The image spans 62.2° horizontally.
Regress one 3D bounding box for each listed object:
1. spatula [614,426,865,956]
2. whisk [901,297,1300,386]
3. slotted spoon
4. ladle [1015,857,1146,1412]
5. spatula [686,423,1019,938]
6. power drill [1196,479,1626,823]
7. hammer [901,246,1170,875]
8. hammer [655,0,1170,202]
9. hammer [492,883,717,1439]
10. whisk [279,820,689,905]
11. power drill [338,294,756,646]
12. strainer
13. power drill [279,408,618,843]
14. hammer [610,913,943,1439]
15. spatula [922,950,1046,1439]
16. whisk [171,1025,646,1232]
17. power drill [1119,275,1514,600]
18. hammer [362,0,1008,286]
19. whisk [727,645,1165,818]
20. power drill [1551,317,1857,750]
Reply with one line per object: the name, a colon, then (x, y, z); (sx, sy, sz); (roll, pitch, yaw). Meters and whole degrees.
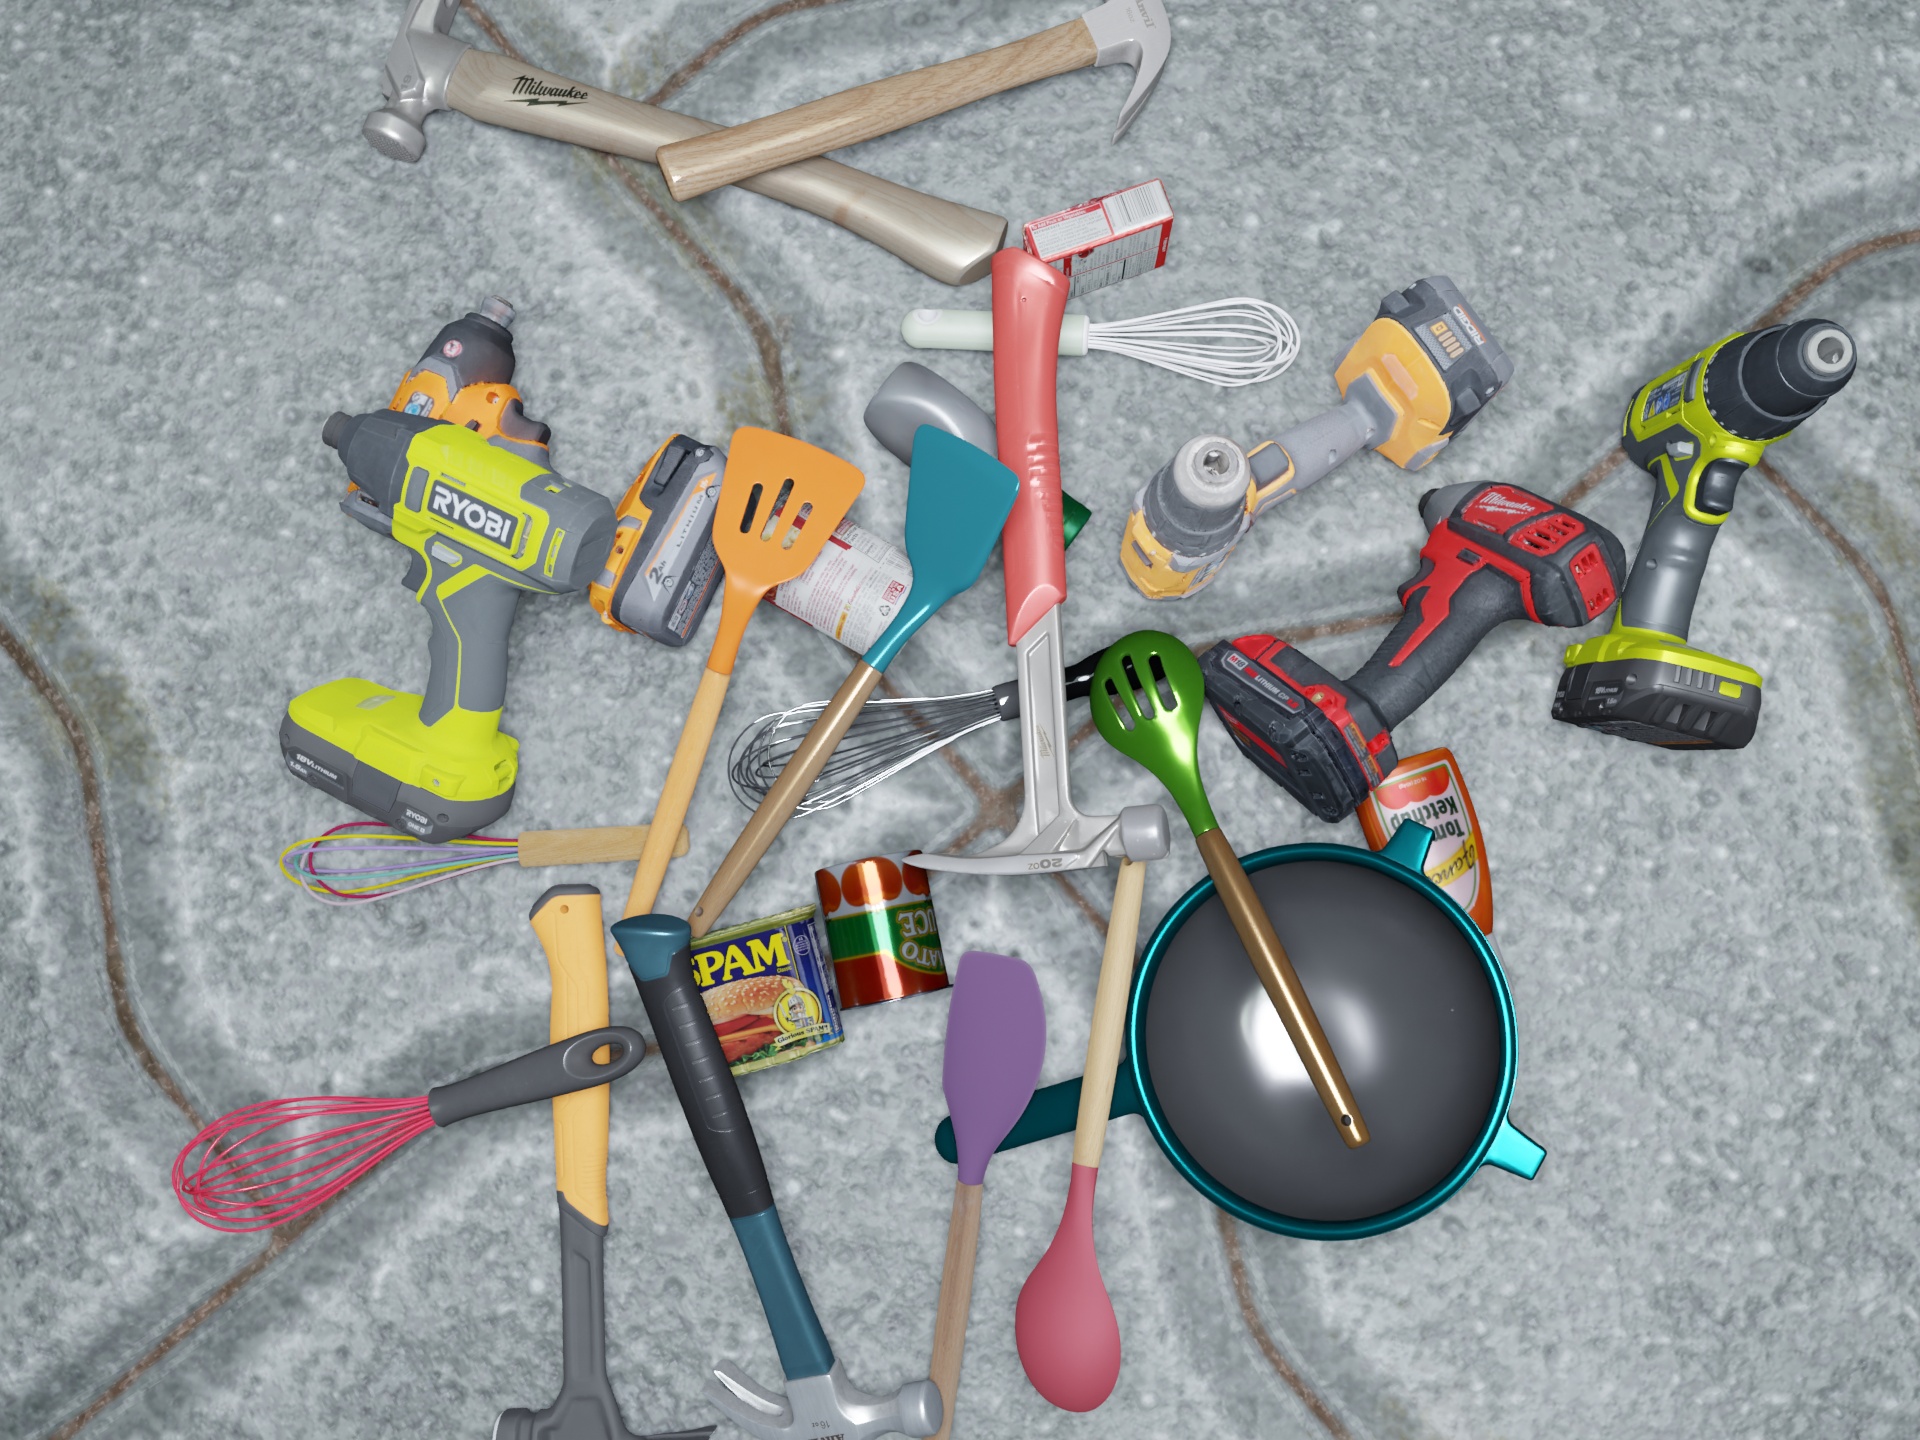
spatula: (-0.146, -0.009, 0.930); (0.081, 0.041, 0.322); (21, 103, 0)
whisk: (0.085, -0.237, 0.984); (0.246, 0.059, 0.058); (4, 47, 6)
slotted spoon: (0.149, 0.084, 0.875); (0.070, 0.031, 0.314); (-30, 69, 17)
ladle: (0.075, 0.220, 0.880); (0.069, 0.031, 0.315); (3, 80, 37)
spatula: (-0.071, -0.013, 0.894); (0.082, 0.044, 0.317); (35, 93, 33)
power drill: (0.253, -0.055, 0.915); (0.219, 0.143, 0.078); (-38, 125, -2)
hammer: (0.033, -0.092, 0.909); (0.149, 0.036, 0.359); (-5, 82, 15)
hammer: (-0.025, -0.384, 0.983); (0.331, 0.031, 0.130); (-21, 77, -7)
hammer: (-0.217, 0.265, 0.941); (0.127, 0.034, 0.337); (-4, 83, 4)
whisk: (-0.288, 0.081, 0.966); (0.245, 0.051, 0.047); (-3, 107, -2)
power drill: (-0.245, -0.155, 0.968); (0.226, 0.084, 0.164); (24, 85, 9)
strainer: (0.151, 0.200, 0.916); (0.340, 0.095, 0.211); (-22, 70, 20)
power drill: (-0.306, -0.058, 0.913); (0.171, 0.080, 0.223); (25, 112, 7)
hammer: (-0.121, 0.263, 0.897); (0.128, 0.033, 0.331); (-17, 96, 16)
spatula: (0.005, 0.290, 0.915); (0.060, 0.018, 0.316); (9, 93, 17)
whisk: (-0.320, 0.231, 0.923); (0.296, 0.073, 0.073); (-19, 83, 5)
power drill: (0.195, -0.159, 0.900); (0.226, 0.185, 0.084); (-32, 82, -5)
hammer: (-0.165, -0.373, 1.011); (0.410, 0.038, 0.146); (19, 83, 4)
whisk: (-0.001, -0.002, 0.955); (0.284, 0.070, 0.070); (-16, 83, -4)
power drill: (0.413, -0.103, 0.883); (0.080, 0.190, 0.228); (15, 89, 1)
